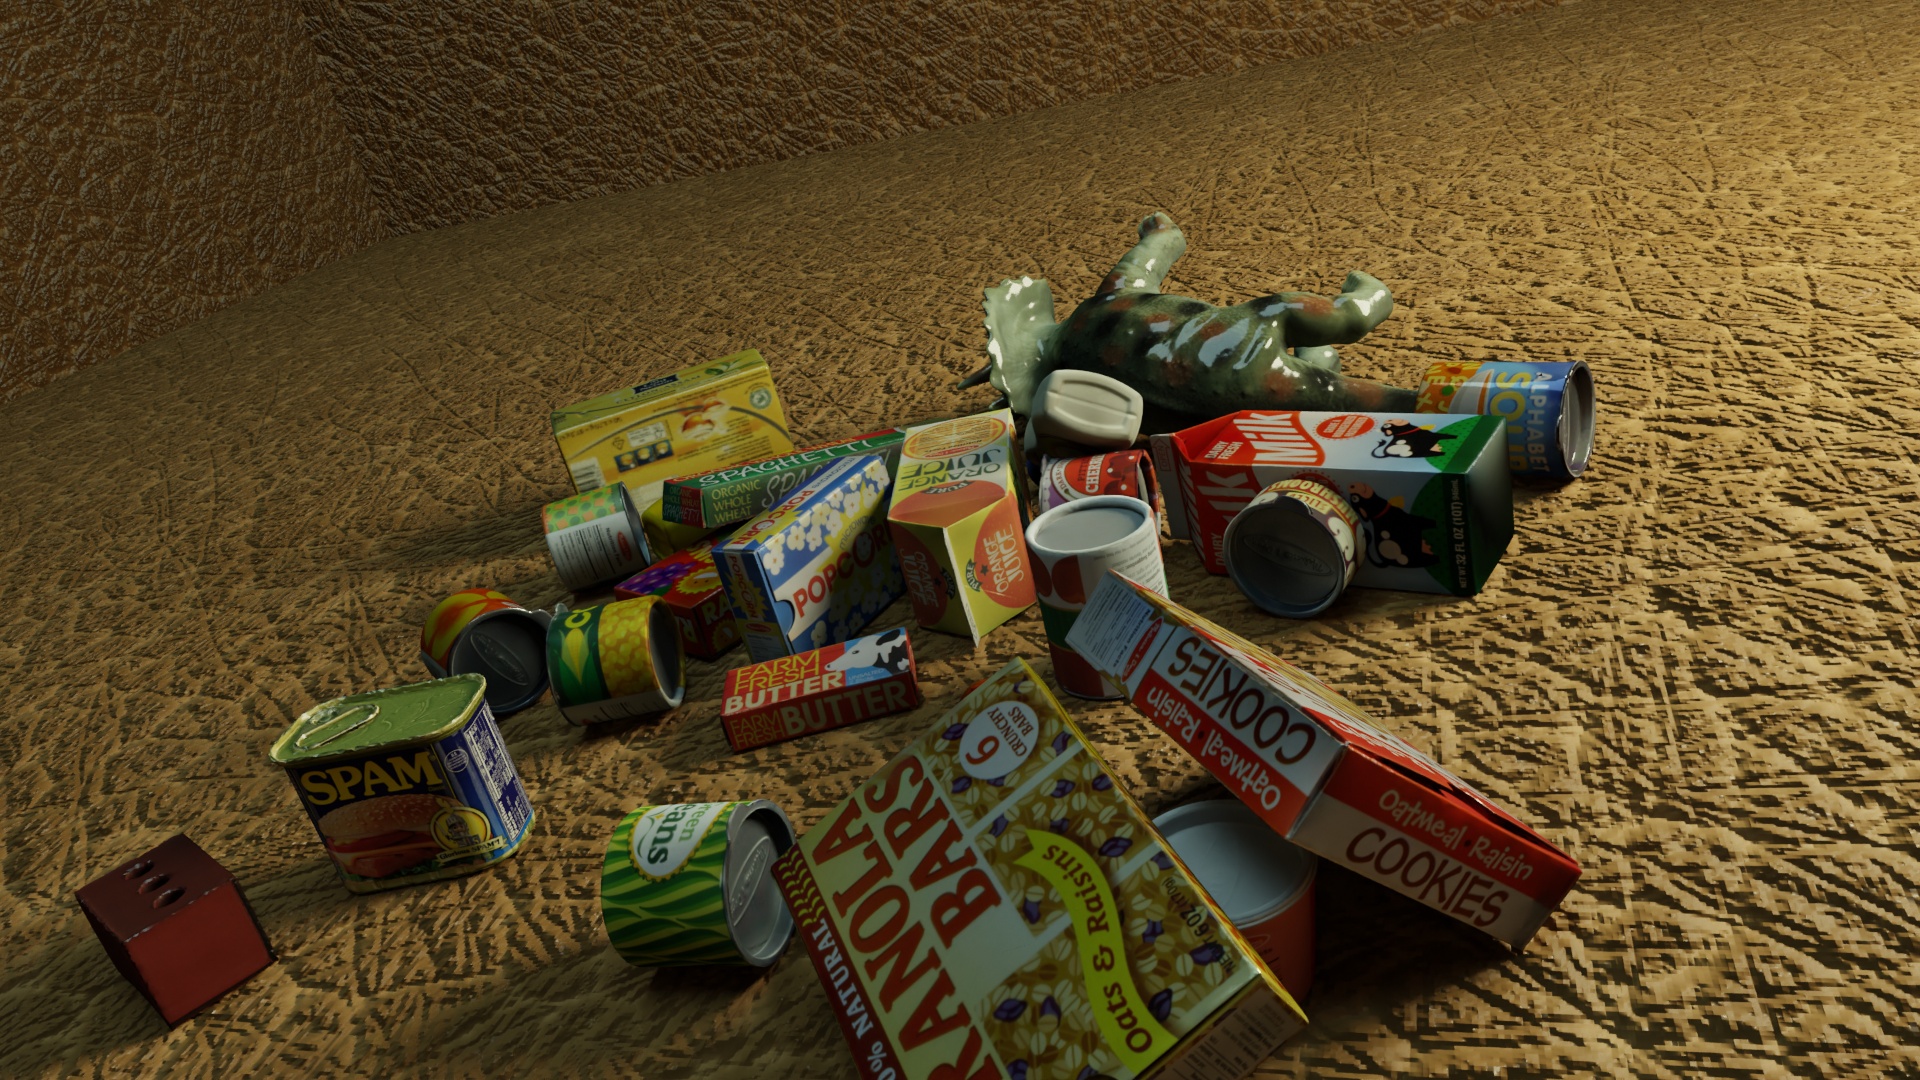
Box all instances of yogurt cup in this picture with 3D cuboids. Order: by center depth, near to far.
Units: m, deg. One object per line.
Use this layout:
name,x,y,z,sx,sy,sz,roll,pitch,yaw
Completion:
yogurt cup,0.094,0.133,0.491,0.072,0.053,0.073,-12,24,5

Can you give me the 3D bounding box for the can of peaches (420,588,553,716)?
can of peaches,-0.284,0.065,0.840,0.071,0.071,0.058,-29,26,-30

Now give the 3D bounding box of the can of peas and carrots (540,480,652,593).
can of peas and carrots,-0.255,-0.003,0.976,0.059,0.070,0.071,-18,24,-7

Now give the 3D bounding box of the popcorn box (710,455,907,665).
popcorn box,-0.082,0.013,0.818,0.038,0.085,0.127,1,29,35

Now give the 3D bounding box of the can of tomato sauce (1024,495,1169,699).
can of tomato sauce,0.071,0.027,0.703,0.071,0.082,0.071,-12,24,5

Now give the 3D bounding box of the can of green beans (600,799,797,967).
can of green beans,-0.106,0.141,0.572,0.058,0.071,0.071,-6,25,19

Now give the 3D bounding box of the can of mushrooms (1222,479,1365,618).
can of mushrooms,0.173,0.002,0.717,0.071,0.070,0.034,5,28,37

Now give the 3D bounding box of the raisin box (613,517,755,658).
raisin box,-0.145,0.025,0.887,0.086,0.040,0.124,10,32,42

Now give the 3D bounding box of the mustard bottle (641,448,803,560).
mustard bottle,-0.145,-0.030,0.996,0.161,0.048,0.065,-26,26,-26

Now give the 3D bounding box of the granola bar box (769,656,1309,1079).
granola bar box,0.015,0.131,0.463,0.124,0.039,0.166,-41,38,1

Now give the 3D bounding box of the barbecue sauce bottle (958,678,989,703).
barbecue sauce bottle,0.002,0.113,0.603,0.065,0.043,0.149,-11,23,18

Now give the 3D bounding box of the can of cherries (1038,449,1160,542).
can of cherries,0.083,-0.021,0.817,0.058,0.071,0.072,-5,25,20

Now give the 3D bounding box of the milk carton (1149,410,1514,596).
milk carton,0.194,-0.025,0.762,0.190,0.072,0.074,4,30,37

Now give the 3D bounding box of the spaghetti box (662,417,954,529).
spaghetti box,-0.089,-0.050,0.966,0.251,0.028,0.050,-17,19,-41

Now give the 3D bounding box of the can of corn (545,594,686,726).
can of corn,-0.194,0.065,0.785,0.058,0.071,0.071,-11,24,5

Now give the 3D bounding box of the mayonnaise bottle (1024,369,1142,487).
mayonnaise bottle,0.070,-0.065,0.876,0.065,0.041,0.147,16,-13,-2

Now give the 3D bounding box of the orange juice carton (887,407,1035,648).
orange juice carton,0.003,-0.011,0.840,0.073,0.071,0.193,-12,24,7

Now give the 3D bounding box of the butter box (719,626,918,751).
butter box,-0.075,0.079,0.744,0.103,0.024,0.053,-14,23,0

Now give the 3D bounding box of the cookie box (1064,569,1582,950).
cookie box,0.129,0.076,0.524,0.040,0.123,0.168,-60,27,6

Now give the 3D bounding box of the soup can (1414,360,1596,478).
soup can,0.313,-0.070,0.801,0.084,0.071,0.072,5,30,38
